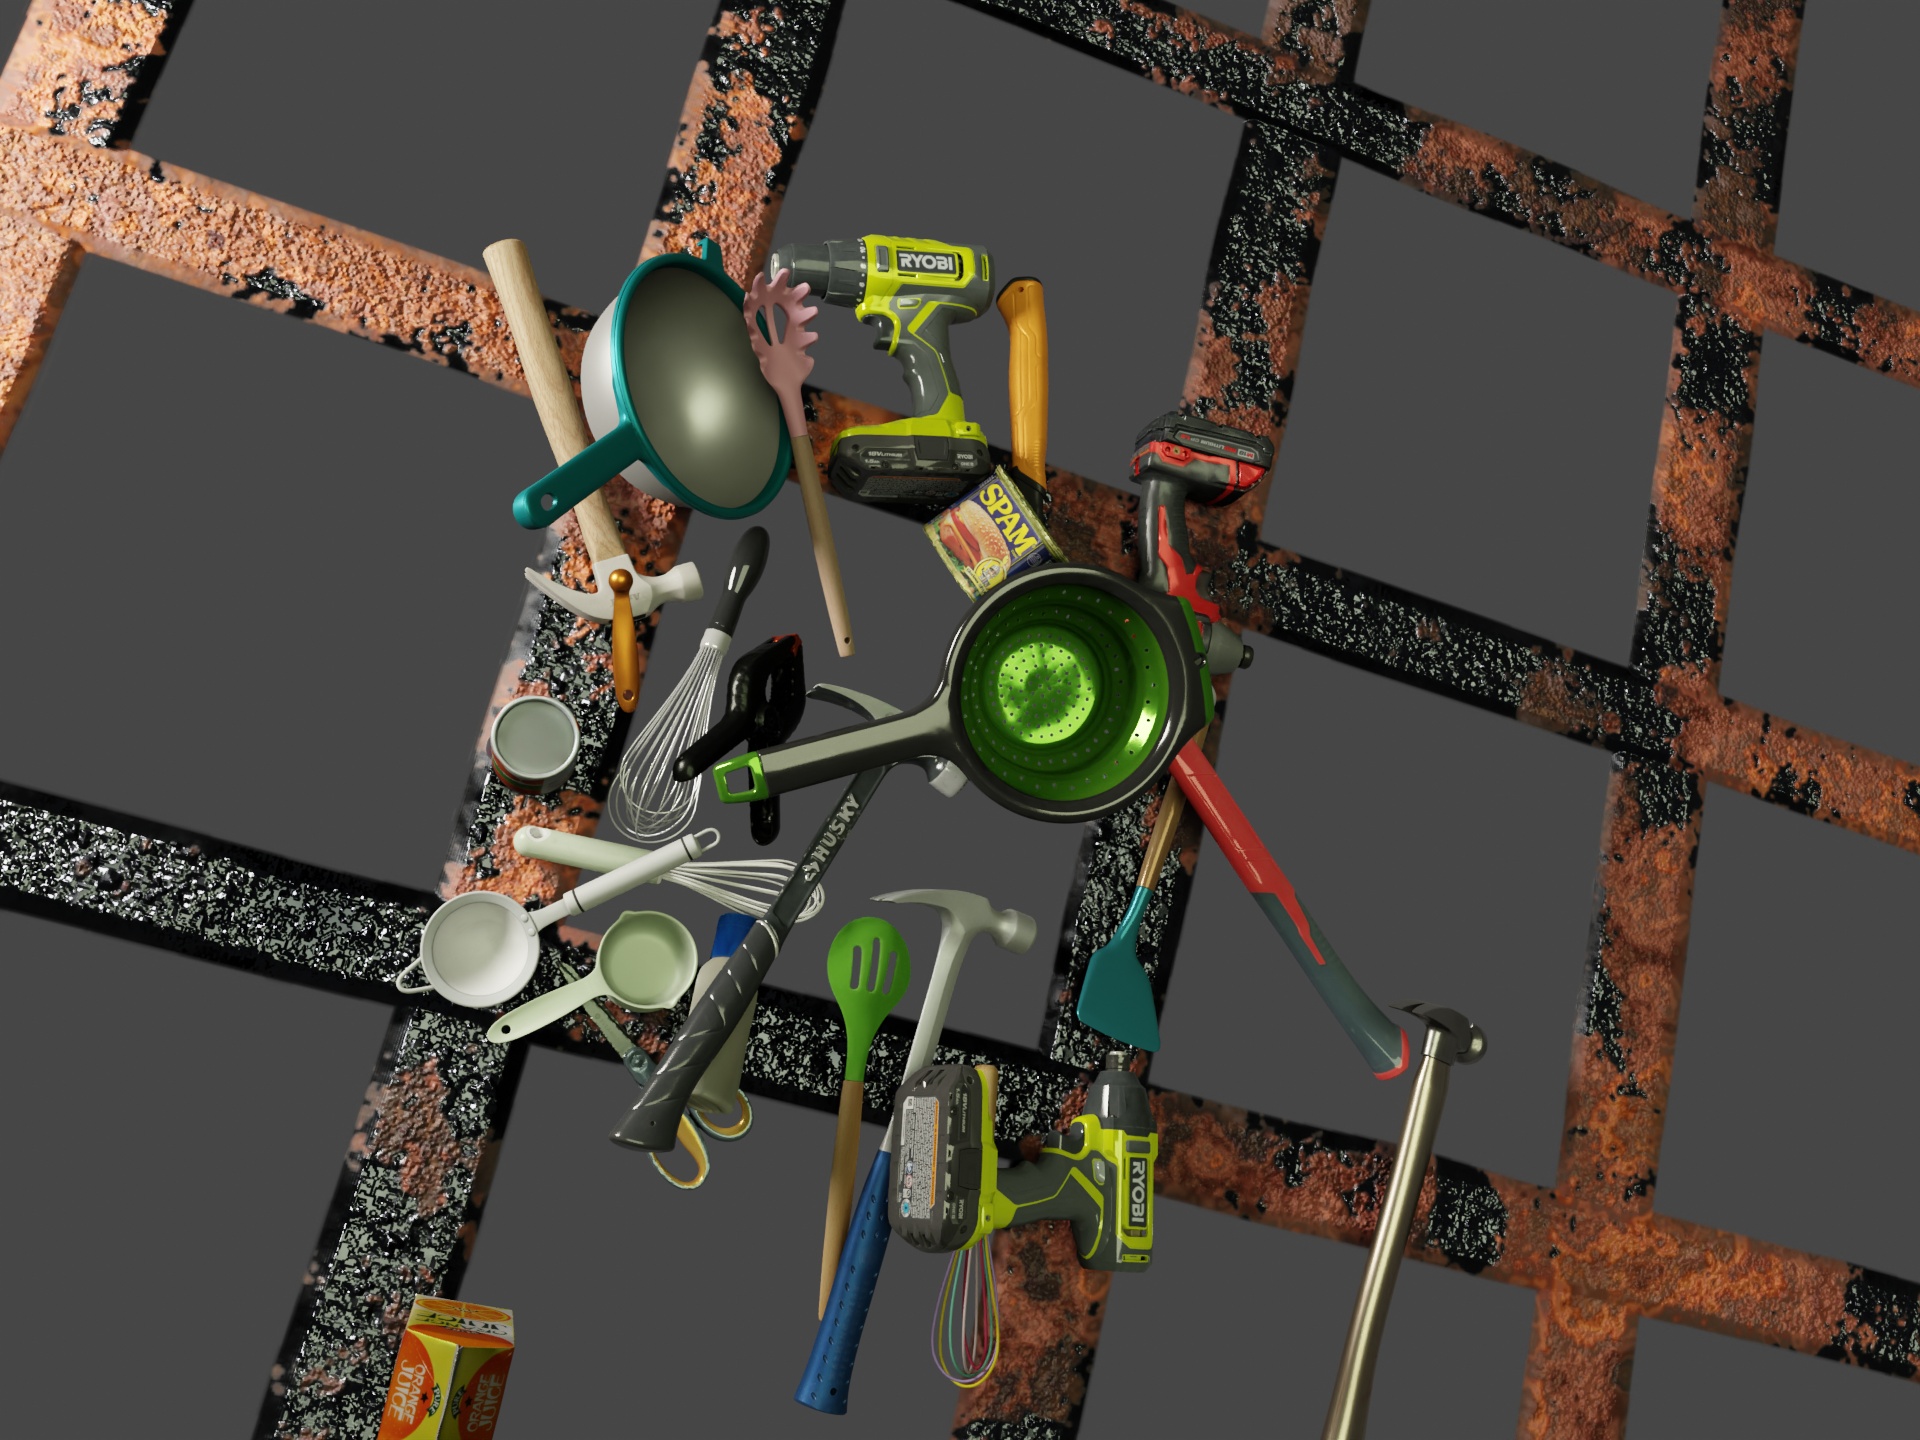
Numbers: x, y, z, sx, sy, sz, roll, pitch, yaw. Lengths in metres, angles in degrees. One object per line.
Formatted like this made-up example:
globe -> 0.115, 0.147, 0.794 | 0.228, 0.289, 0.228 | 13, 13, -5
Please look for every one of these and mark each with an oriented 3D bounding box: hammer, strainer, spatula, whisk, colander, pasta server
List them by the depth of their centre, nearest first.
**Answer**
strainer -> -0.300, 0.143, 1.207 | 0.258, 0.050, 0.087 | -25, 89, -7
hammer -> -0.141, 0.147, 1.211 | 0.149, 0.036, 0.409 | 38, 61, -11
strainer -> -0.257, -0.223, 1.222 | 0.340, 0.095, 0.210 | -53, 126, -48
hammer -> -0.055, 0.326, 1.243 | 0.144, 0.035, 0.406 | 25, 74, -28
whisk -> -0.228, 0.119, 1.251 | 0.246, 0.059, 0.058 | 13, 33, -9
colander -> -0.002, -0.004, 1.264 | 0.397, 0.094, 0.204 | -15, 98, -10
whisk -> 0.016, 0.399, 1.264 | 0.051, 0.047, 0.245 | 14, 72, -31
whisk -> -0.207, -0.033, 1.281 | 0.070, 0.070, 0.285 | 23, 70, -10
hammer -> -0.324, -0.235, 1.297 | 0.130, 0.031, 0.331 | -18, 85, -18
pasta server -> -0.124, -0.207, 1.305 | 0.060, 0.040, 0.316 | -15, 99, -21
hammer -> 0.351, 0.437, 1.322 | 0.146, 0.038, 0.411 | 30, 74, -47
spatula -> 0.172, 0.120, 1.359 | 0.082, 0.044, 0.318 | 25, 73, -17
hammer -> 0.256, 0.154, 1.359 | 0.143, 0.038, 0.386 | -37, 95, -27
hammer -> 0.067, -0.231, 1.383 | 0.127, 0.034, 0.337 | -5, 75, 14

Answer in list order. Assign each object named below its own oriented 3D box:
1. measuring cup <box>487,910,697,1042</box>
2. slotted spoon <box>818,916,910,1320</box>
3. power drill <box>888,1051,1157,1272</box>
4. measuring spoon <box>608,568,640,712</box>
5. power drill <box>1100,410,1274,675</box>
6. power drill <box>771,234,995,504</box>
measuring cup -> -0.281, 0.206, 1.212 | 0.167, 0.038, 0.083 | -25, 80, -24
slotted spoon -> -0.085, 0.312, 1.261 | 0.070, 0.031, 0.314 | 10, 79, -16
power drill -> 0.059, 0.339, 1.245 | 0.223, 0.080, 0.171 | 14, 69, -33
measuring spoon -> -0.267, -0.063, 1.269 | 0.021, 0.011, 0.117 | -5, 102, -17
power drill -> 0.204, -0.148, 1.403 | 0.143, 0.078, 0.220 | 13, 80, -11
power drill -> -0.062, -0.307, 1.359 | 0.190, 0.080, 0.229 | 0, 77, -16
